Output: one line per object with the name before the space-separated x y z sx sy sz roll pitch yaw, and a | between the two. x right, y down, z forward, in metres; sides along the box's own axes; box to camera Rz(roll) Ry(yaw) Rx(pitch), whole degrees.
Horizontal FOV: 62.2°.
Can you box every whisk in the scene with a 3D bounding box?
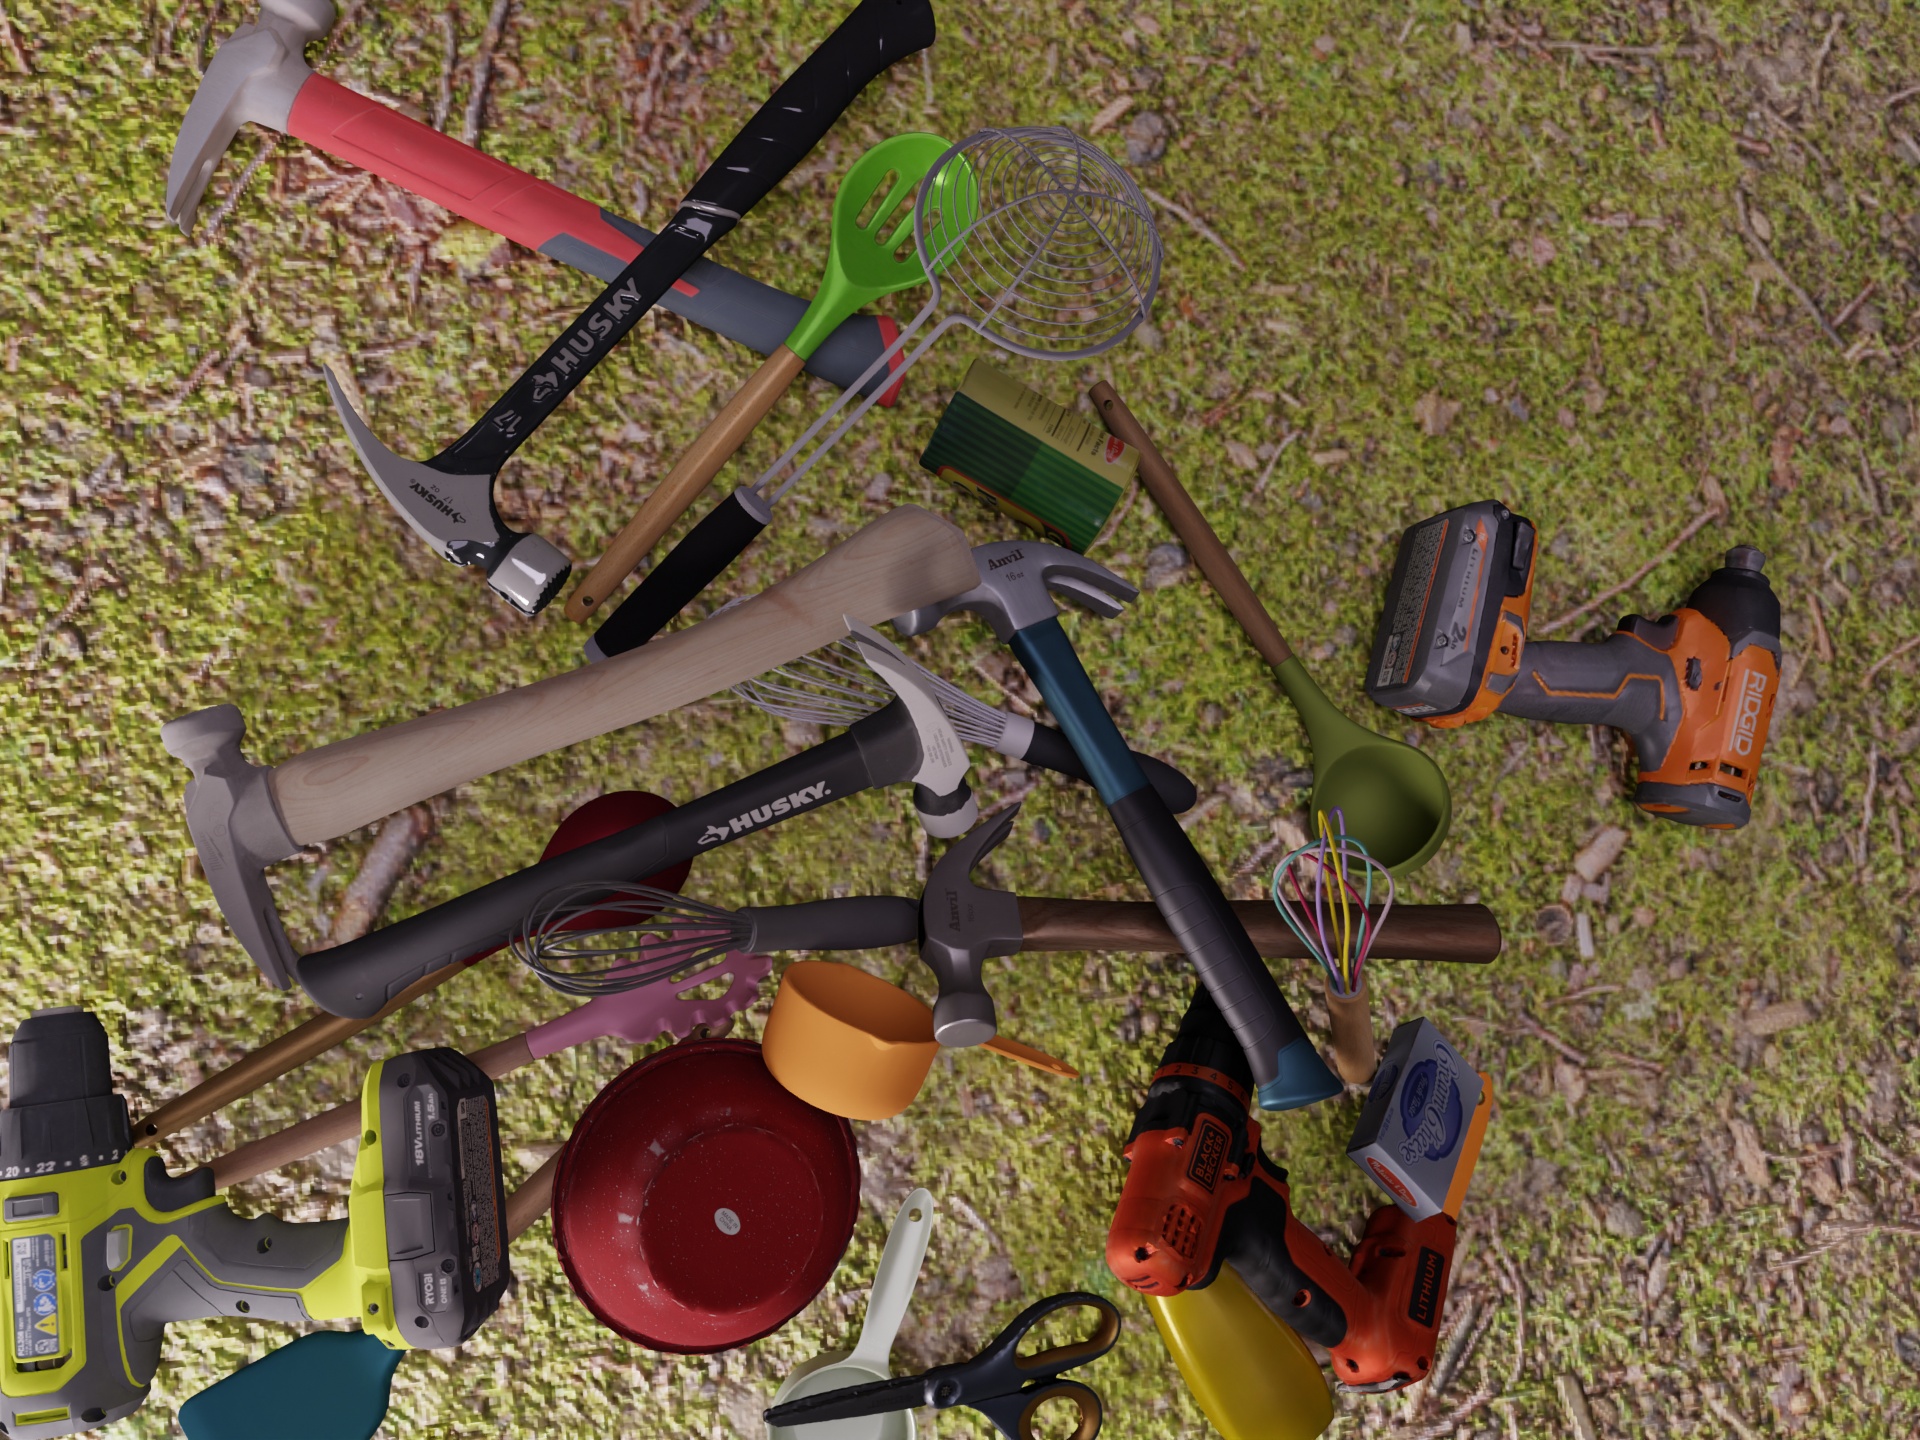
whisk | -0.107 0.102 0.783 0.238 0.055 0.055 3 85 -41
whisk | 0.191 0.125 0.795 0.051 0.244 0.047 -35 50 -11
whisk | -0.002 -0.002 0.851 0.284 0.070 0.070 20 83 -12

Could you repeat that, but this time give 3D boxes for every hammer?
hammer | -0.213 -0.246 0.843 0.386 0.038 0.143 24 84 -6
hammer | -0.145 -0.248 0.814 0.149 0.036 0.409 38 72 -2
hammer | 0.138 0.109 0.853 0.331 0.031 0.130 3 53 -16
hammer | 0.092 0.051 0.814 0.128 0.033 0.331 -24 78 -30
hammer | -0.158 0.061 0.774 0.335 0.146 0.035 -23 46 -6
hammer | -0.183 0.000 0.786 0.410 0.038 0.146 -20 90 4

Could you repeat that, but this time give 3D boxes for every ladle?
ladle | -0.279 0.131 0.812 0.315 0.031 0.069 -30 94 -8
ladle | 0.162 -0.054 0.877 0.078 0.062 0.320 -34 88 15

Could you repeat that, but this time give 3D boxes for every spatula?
spatula | -0.236 0.259 0.798 0.317 0.044 0.082 -43 76 -11

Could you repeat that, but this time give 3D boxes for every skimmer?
skimmer | -0.054 -0.153 0.816 0.363 0.090 0.127 -42 89 17

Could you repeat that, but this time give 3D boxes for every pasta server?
pasta server | -0.246 0.175 0.807 0.316 0.040 0.060 -21 77 -8

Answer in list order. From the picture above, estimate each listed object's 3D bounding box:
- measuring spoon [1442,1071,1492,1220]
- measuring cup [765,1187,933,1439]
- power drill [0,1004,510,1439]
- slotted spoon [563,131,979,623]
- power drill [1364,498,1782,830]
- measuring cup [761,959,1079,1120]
measuring spoon | 0.280 0.254 0.893 0.021 0.011 0.117 19 83 -7
measuring cup | -0.048 0.322 0.827 0.083 0.038 0.167 20 81 -7
power drill | -0.341 0.221 0.749 0.228 0.080 0.191 -7 81 -1
slotted spoon | -0.105 -0.173 0.828 0.070 0.031 0.314 39 96 -19
power drill | 0.357 -0.046 0.895 0.226 0.084 0.164 18 83 -11
measuring cup | -0.021 0.179 0.824 0.173 0.095 0.052 22 98 -21
